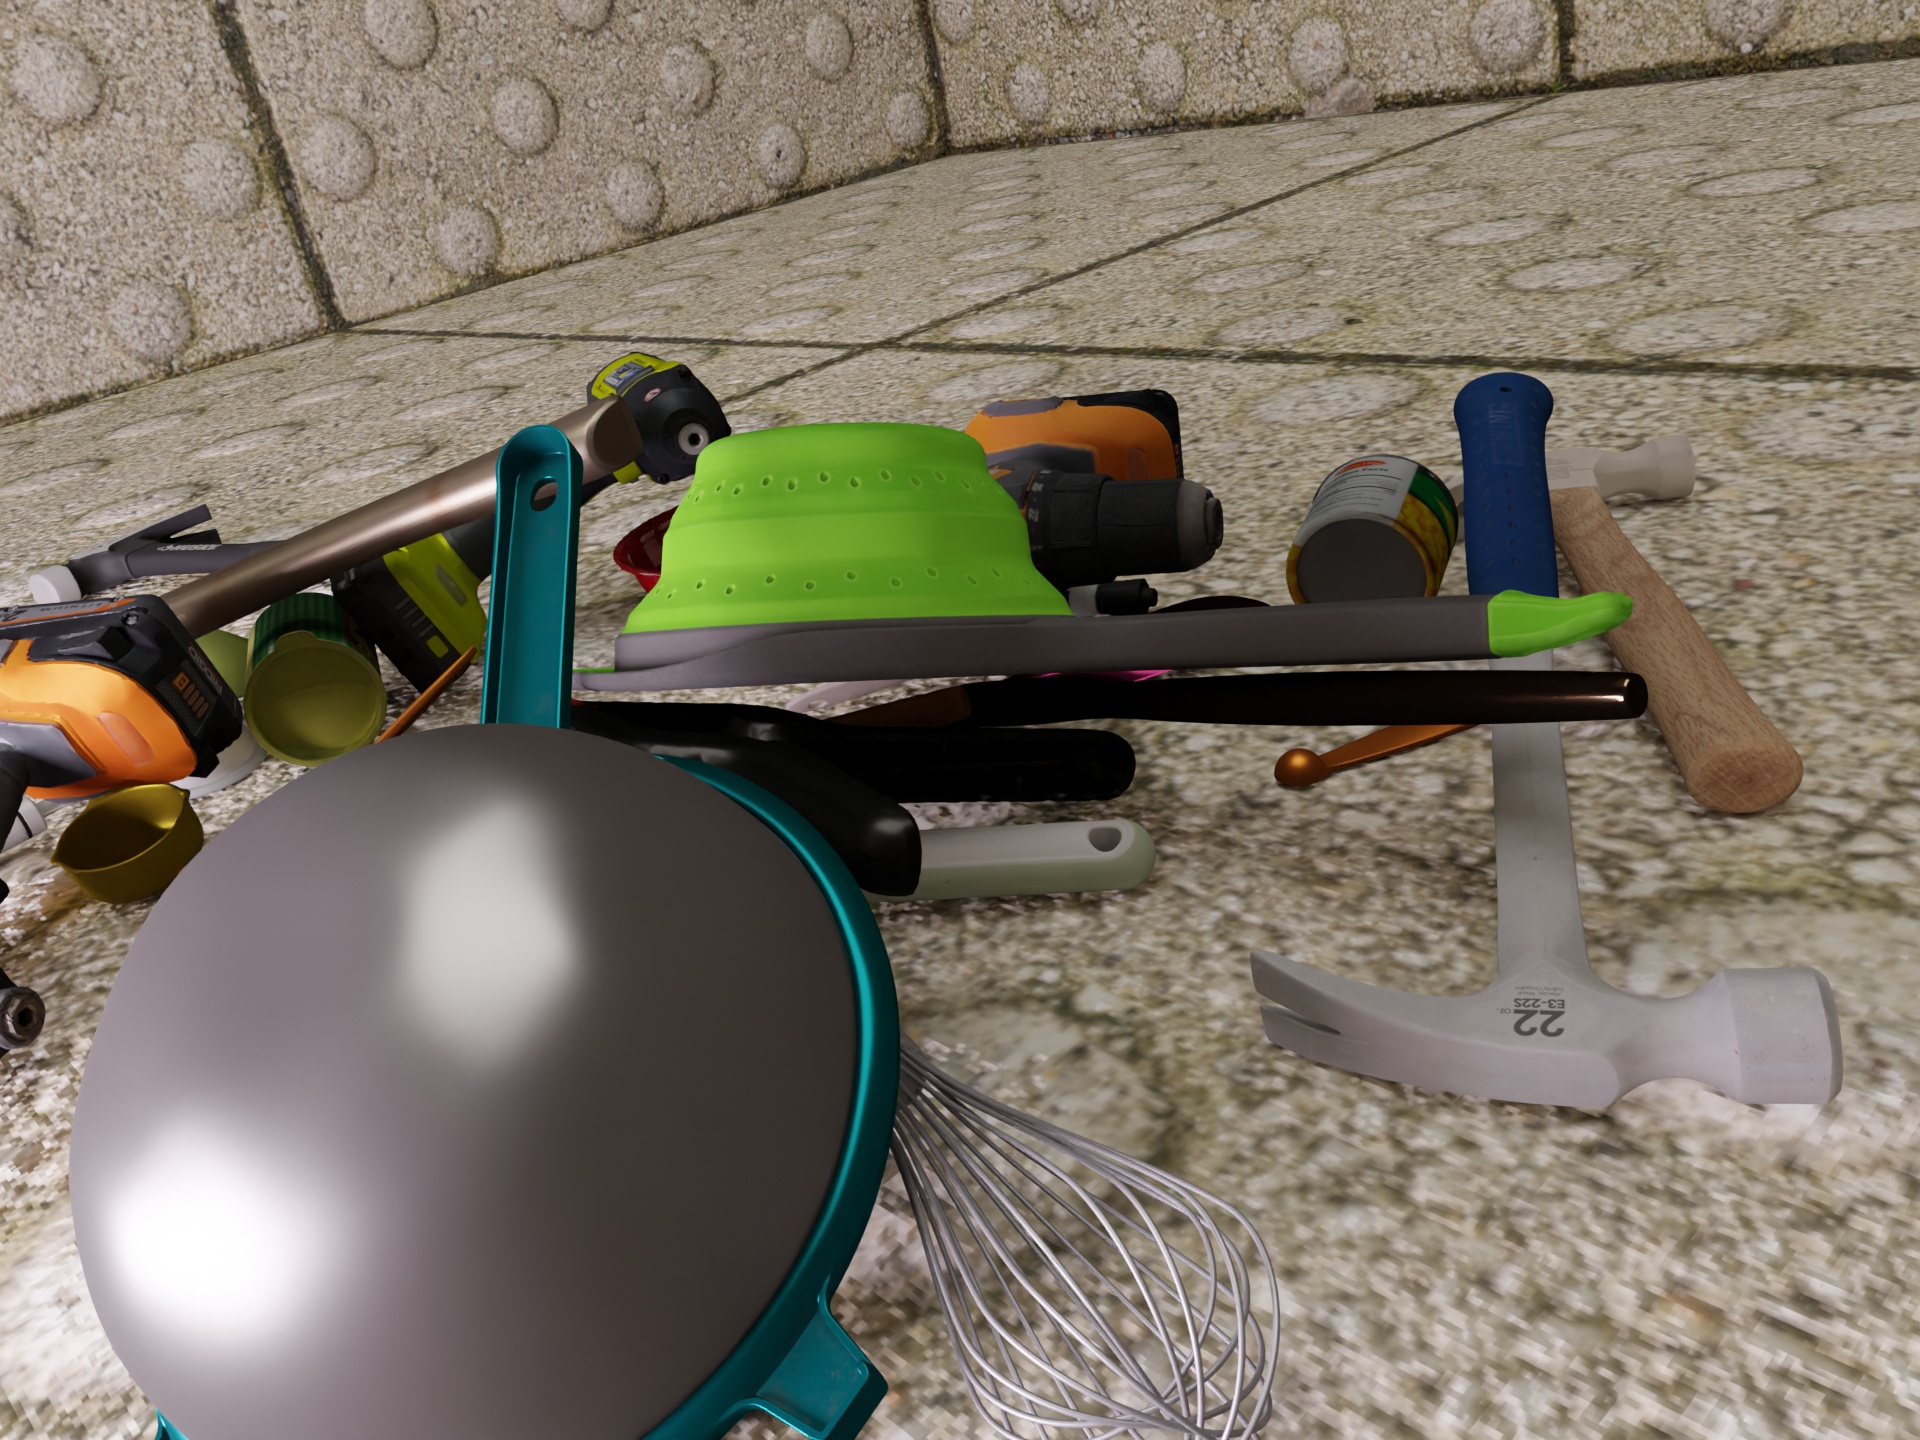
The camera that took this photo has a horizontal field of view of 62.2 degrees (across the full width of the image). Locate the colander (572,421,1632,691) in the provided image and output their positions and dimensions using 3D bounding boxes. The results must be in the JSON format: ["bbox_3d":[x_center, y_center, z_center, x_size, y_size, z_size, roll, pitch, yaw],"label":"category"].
[{"bbox_3d":[0.025,-0.063,0.569,0.397,0.094,0.204,-1,2,32],"label":"colander"}]

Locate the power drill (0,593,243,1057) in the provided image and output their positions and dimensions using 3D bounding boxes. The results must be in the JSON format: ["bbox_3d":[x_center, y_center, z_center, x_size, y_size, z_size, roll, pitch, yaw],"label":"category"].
[{"bbox_3d":[-0.384,0.051,0.628,0.164,0.084,0.227,-3,44,18],"label":"power drill"}]

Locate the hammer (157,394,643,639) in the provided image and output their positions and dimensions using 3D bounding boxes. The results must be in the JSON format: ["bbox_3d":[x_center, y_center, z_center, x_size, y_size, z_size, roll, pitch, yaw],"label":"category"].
[{"bbox_3d":[-0.353,-0.073,0.800,0.410,0.038,0.146,-23,28,1],"label":"hammer"}]

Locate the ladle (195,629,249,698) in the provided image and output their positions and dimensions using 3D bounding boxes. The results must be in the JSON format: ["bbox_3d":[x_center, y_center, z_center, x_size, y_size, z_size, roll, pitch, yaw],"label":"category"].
[{"bbox_3d":[-0.382,-0.091,1.014,0.078,0.062,0.320,9,27,21],"label":"ladle"}]

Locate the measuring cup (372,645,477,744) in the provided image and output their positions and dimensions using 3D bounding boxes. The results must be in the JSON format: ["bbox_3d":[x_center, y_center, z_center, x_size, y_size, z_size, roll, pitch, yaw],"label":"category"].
[{"bbox_3d":[-0.206,0.054,0.537,0.174,0.052,0.095,-52,17,-16],"label":"measuring cup"}]

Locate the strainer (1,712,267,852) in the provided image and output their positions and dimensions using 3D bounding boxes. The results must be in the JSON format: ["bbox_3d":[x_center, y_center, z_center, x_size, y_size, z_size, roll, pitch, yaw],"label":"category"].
[{"bbox_3d":[-0.445,0.042,0.773,0.087,0.050,0.258,25,45,32],"label":"strainer"}]

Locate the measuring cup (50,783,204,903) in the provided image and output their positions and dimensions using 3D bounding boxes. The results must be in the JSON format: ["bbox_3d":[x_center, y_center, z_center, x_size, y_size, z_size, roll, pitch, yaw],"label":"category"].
[{"bbox_3d":[-0.392,0.036,0.740,0.062,0.029,0.157,-31,39,-20],"label":"measuring cup"}]

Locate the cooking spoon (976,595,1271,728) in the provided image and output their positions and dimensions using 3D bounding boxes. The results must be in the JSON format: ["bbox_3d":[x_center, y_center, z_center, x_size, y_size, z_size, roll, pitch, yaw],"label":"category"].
[{"bbox_3d":[-0.001,-0.002,0.686,0.319,0.017,0.069,-22,20,-21],"label":"cooking spoon"}]

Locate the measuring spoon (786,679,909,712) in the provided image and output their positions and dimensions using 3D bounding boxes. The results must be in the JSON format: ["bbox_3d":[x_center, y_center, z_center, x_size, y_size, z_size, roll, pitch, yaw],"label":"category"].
[{"bbox_3d":[-0.020,-0.018,0.734,0.124,0.034,0.018,-17,68,2],"label":"measuring spoon"}]

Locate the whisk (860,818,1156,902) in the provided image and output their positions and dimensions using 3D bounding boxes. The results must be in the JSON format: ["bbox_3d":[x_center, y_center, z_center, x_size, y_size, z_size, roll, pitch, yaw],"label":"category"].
[{"bbox_3d":[-0.055,0.052,0.561,0.246,0.059,0.058,-3,42,7],"label":"whisk"}]

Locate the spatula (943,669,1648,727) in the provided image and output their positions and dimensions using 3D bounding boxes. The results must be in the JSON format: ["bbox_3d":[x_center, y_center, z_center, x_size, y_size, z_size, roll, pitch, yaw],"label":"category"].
[{"bbox_3d":[0.084,-0.007,0.556,0.060,0.018,0.316,-24,16,-38],"label":"spatula"}]

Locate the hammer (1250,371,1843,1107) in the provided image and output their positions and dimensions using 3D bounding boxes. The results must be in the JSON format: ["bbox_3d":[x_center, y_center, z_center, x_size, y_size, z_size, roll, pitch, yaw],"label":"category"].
[{"bbox_3d":[0.192,-0.025,0.562,0.144,0.035,0.406,-4,34,19],"label":"hammer"}]

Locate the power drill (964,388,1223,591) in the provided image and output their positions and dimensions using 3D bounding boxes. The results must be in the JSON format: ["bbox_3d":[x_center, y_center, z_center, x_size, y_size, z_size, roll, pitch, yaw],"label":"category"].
[{"bbox_3d":[0.055,-0.112,0.797,0.185,0.084,0.226,0,19,22],"label":"power drill"}]

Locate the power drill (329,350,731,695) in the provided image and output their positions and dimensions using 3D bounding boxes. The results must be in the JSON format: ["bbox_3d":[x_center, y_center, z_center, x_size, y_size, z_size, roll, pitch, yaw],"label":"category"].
[{"bbox_3d":[-0.232,-0.118,0.879,0.223,0.080,0.171,-39,27,-7],"label":"power drill"}]

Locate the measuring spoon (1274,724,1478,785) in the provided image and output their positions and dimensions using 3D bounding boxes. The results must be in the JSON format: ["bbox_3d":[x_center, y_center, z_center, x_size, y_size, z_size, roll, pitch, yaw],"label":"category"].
[{"bbox_3d":[0.172,0.001,0.609,0.117,0.011,0.021,-18,25,-15],"label":"measuring spoon"}]

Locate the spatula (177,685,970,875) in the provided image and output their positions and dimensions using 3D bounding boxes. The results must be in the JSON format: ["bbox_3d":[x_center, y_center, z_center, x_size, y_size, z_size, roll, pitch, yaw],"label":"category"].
[{"bbox_3d":[-0.152,0.027,0.632,0.322,0.041,0.081,-16,11,13],"label":"spatula"}]

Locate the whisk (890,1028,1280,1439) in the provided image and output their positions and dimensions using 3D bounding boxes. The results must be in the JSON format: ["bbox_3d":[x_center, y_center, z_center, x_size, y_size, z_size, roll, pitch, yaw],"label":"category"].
[{"bbox_3d":[-0.008,0.104,0.419,0.070,0.070,0.285,-21,21,-19],"label":"whisk"}]

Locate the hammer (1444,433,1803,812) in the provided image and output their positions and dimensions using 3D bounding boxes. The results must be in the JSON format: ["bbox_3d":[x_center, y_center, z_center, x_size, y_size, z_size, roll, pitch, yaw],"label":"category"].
[{"bbox_3d":[0.273,-0.053,0.659,0.130,0.031,0.331,-6,25,12],"label":"hammer"}]

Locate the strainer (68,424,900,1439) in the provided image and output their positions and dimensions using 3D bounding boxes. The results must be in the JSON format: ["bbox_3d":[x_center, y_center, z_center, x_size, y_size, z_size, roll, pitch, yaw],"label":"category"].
[{"bbox_3d":[-0.133,0.025,0.409,0.211,0.095,0.341,-15,54,10],"label":"strainer"}]

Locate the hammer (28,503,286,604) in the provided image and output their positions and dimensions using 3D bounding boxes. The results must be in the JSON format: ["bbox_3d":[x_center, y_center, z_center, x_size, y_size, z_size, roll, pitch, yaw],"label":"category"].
[{"bbox_3d":[-0.518,-0.121,1.165,0.335,0.035,0.146,2,28,29],"label":"hammer"}]
